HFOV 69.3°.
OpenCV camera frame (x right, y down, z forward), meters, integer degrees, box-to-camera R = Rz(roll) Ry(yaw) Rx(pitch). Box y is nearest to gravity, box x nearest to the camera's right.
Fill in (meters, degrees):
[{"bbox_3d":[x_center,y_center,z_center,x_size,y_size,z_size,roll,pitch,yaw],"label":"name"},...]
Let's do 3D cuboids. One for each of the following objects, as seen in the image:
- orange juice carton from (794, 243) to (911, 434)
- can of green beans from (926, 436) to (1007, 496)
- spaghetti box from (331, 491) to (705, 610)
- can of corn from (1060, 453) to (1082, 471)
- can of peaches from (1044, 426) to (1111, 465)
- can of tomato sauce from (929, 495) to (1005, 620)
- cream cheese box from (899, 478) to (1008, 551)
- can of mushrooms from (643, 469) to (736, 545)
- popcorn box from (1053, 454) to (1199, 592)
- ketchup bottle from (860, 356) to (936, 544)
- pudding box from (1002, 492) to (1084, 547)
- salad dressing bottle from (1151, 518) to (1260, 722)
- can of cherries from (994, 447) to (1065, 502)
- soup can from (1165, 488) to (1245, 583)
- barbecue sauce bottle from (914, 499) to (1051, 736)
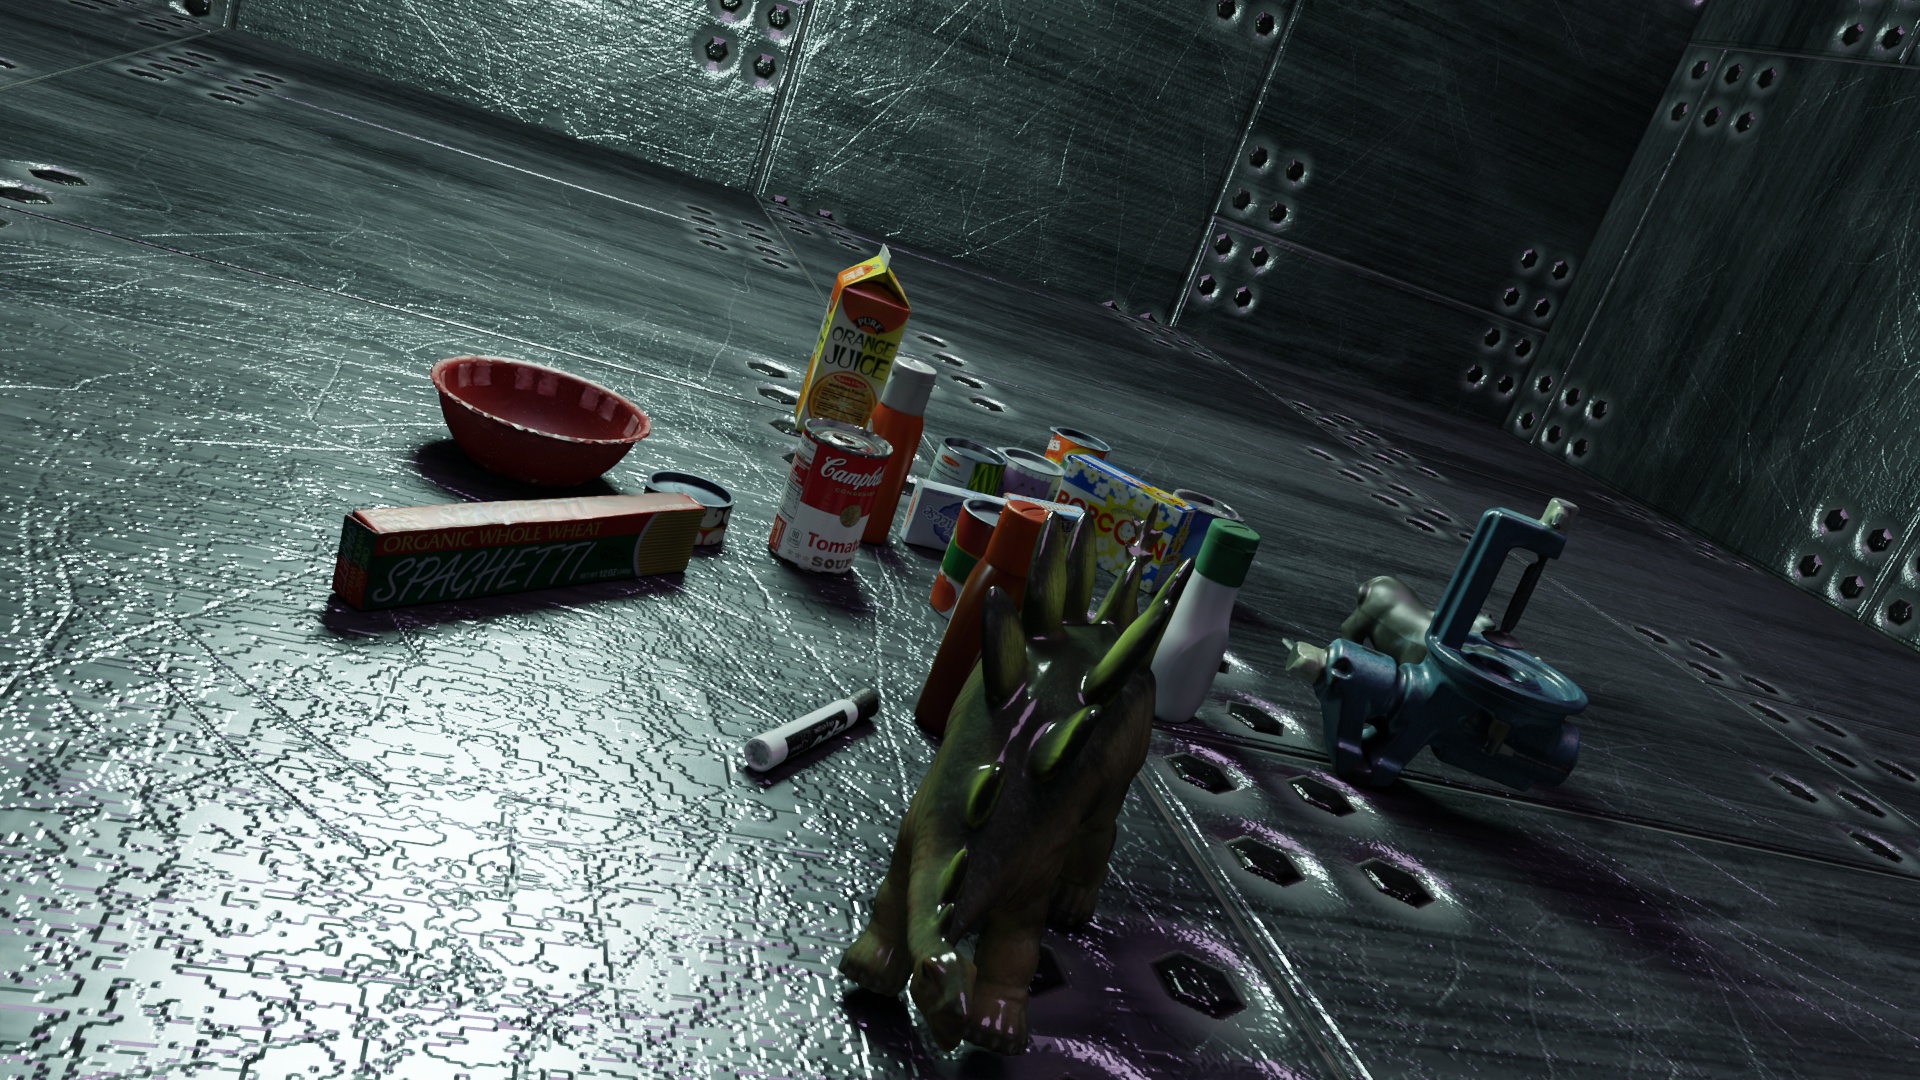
[{"bbox_3d":[-0.102,-0.196,1.376,0.073,0.192,0.072,16,18,-13],"label":"orange juice carton"},{"bbox_3d":[0.004,-0.059,1.305,0.071,0.057,0.071,18,17,-6],"label":"can of green beans"},{"bbox_3d":[-0.259,0.003,0.850,0.029,0.050,0.251,30,20,29],"label":"spaghetti box"},{"bbox_3d":[0.124,-0.049,1.407,0.071,0.058,0.071,18,17,-6],"label":"can of corn"},{"bbox_3d":[0.121,-0.086,1.513,0.071,0.058,0.071,18,17,-6],"label":"can of peaches"},{"bbox_3d":[0.018,0.018,1.053,0.071,0.082,0.071,18,17,-6],"label":"can of tomato sauce"},{"bbox_3d":[0.004,-0.015,1.183,0.104,0.053,0.024,13,19,-22],"label":"cream cheese box"},{"bbox_3d":[-0.203,-0.025,1.019,0.071,0.033,0.071,18,18,-6],"label":"can of mushrooms"},{"bbox_3d":[0.147,-0.017,1.293,0.127,0.085,0.038,29,19,27],"label":"popcorn box"},{"bbox_3d":[-0.059,-0.074,1.134,0.043,0.148,0.065,14,18,-19],"label":"ketchup bottle"},{"bbox_3d":[0.072,-0.010,1.250,0.084,0.049,0.030,11,20,-28],"label":"pudding box"},{"bbox_3d":[0.171,0.057,0.996,0.064,0.147,0.044,4,23,-42],"label":"salad dressing bottle"},{"bbox_3d":[0.059,-0.052,1.345,0.071,0.058,0.072,18,17,-6],"label":"can of cherries"},{"bbox_3d":[0.220,0.004,1.313,0.071,0.083,0.071,18,17,-6],"label":"soup can"},{"bbox_3d":[0.019,0.048,0.856,0.044,0.148,0.065,29,19,25],"label":"barbecue sauce bottle"}]
